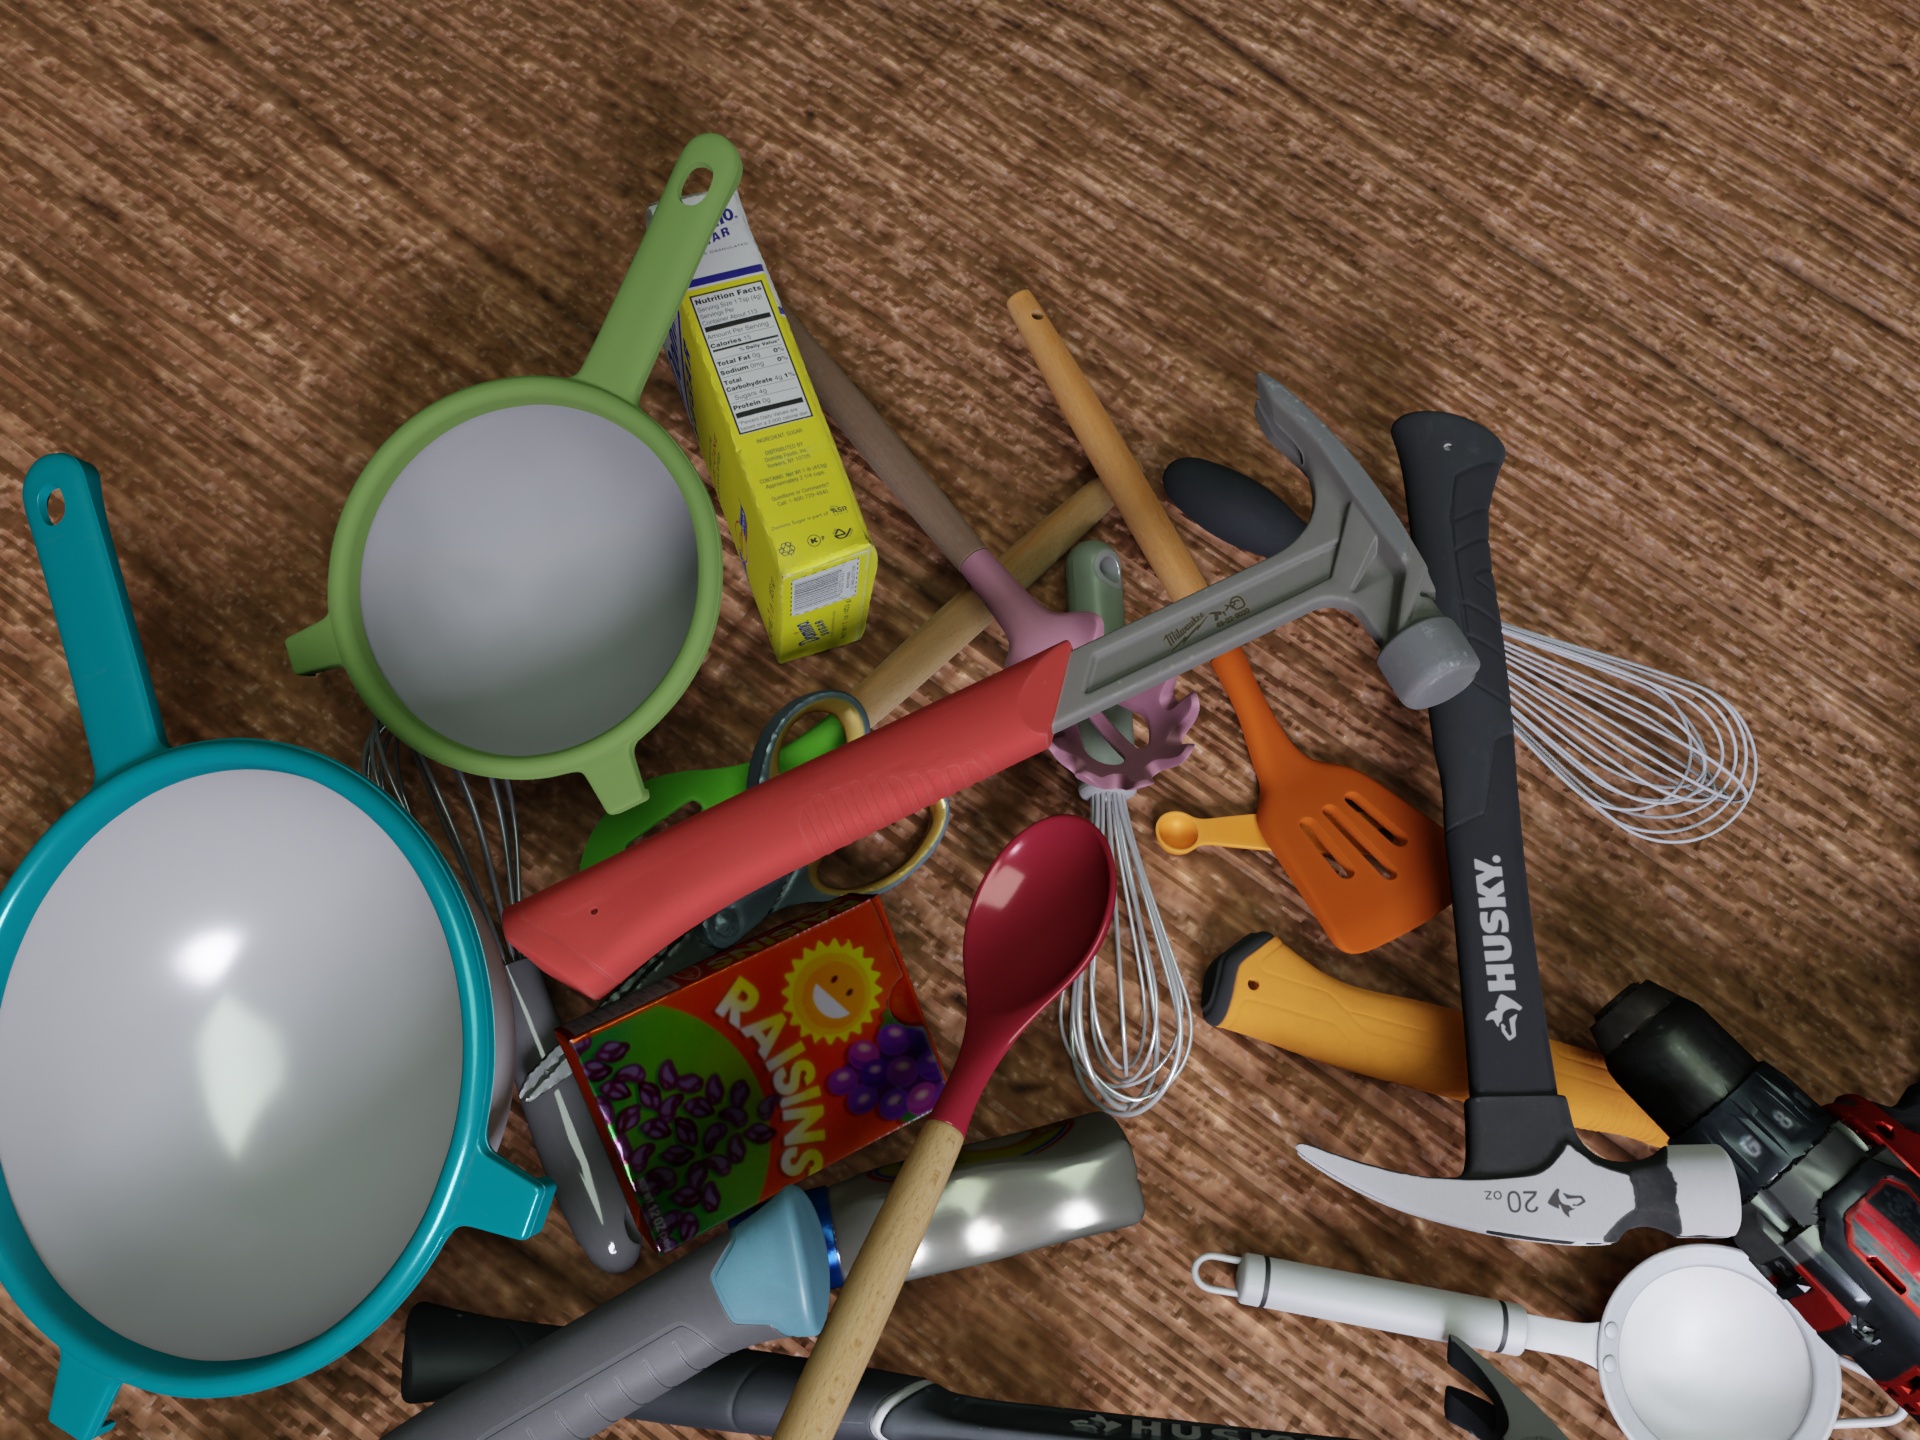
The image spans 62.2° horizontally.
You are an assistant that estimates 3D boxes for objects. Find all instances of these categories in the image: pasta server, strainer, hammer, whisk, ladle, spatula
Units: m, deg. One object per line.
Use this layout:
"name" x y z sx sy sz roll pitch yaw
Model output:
"pasta server" -0.010 -0.090 0.670 0.060 0.040 0.316 -34 68 -8
"strainer" -0.260 0.060 0.576 0.211 0.095 0.341 -27 74 11
"hammer" 0.002 0.234 0.541 0.409 0.149 0.036 3 91 8
"hammer" 0.196 0.028 0.620 0.146 0.035 0.335 -4 68 12
"whisk" -0.173 0.097 0.611 0.055 0.055 0.239 -22 80 -13
"hammer" -0.183 0.249 0.510 0.331 0.033 0.128 -31 77 4
"ladle" -0.015 0.160 0.535 0.031 0.069 0.316 52 49 -29
"strainer" 0.216 0.231 0.605 0.258 0.050 0.087 10 78 3
"spatula" 0.105 -0.053 0.681 0.081 0.041 0.323 -26 81 -23
"whisk" 0.061 0.037 0.654 0.057 0.059 0.246 17 62 -39
"hammer" -0.001 -0.002 0.592 0.359 0.036 0.149 -25 63 -4
"hammer" 0.259 0.159 0.637 0.337 0.034 0.127 16 69 0
"strainer" -0.138 -0.099 0.616 0.151 0.069 0.256 22 86 8
"whisk" 0.212 -0.040 0.693 0.285 0.070 0.070 33 71 10

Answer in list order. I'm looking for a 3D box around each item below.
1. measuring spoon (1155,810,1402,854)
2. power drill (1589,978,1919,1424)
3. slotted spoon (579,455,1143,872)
"measuring spoon" 0.139 0.050 0.676 0.117 0.011 0.021 1 56 -9
"power drill" 0.373 0.131 0.602 0.226 0.080 0.188 -34 66 -16
"slotted spoon" -0.031 -0.018 0.672 0.314 0.031 0.070 -42 93 -19
